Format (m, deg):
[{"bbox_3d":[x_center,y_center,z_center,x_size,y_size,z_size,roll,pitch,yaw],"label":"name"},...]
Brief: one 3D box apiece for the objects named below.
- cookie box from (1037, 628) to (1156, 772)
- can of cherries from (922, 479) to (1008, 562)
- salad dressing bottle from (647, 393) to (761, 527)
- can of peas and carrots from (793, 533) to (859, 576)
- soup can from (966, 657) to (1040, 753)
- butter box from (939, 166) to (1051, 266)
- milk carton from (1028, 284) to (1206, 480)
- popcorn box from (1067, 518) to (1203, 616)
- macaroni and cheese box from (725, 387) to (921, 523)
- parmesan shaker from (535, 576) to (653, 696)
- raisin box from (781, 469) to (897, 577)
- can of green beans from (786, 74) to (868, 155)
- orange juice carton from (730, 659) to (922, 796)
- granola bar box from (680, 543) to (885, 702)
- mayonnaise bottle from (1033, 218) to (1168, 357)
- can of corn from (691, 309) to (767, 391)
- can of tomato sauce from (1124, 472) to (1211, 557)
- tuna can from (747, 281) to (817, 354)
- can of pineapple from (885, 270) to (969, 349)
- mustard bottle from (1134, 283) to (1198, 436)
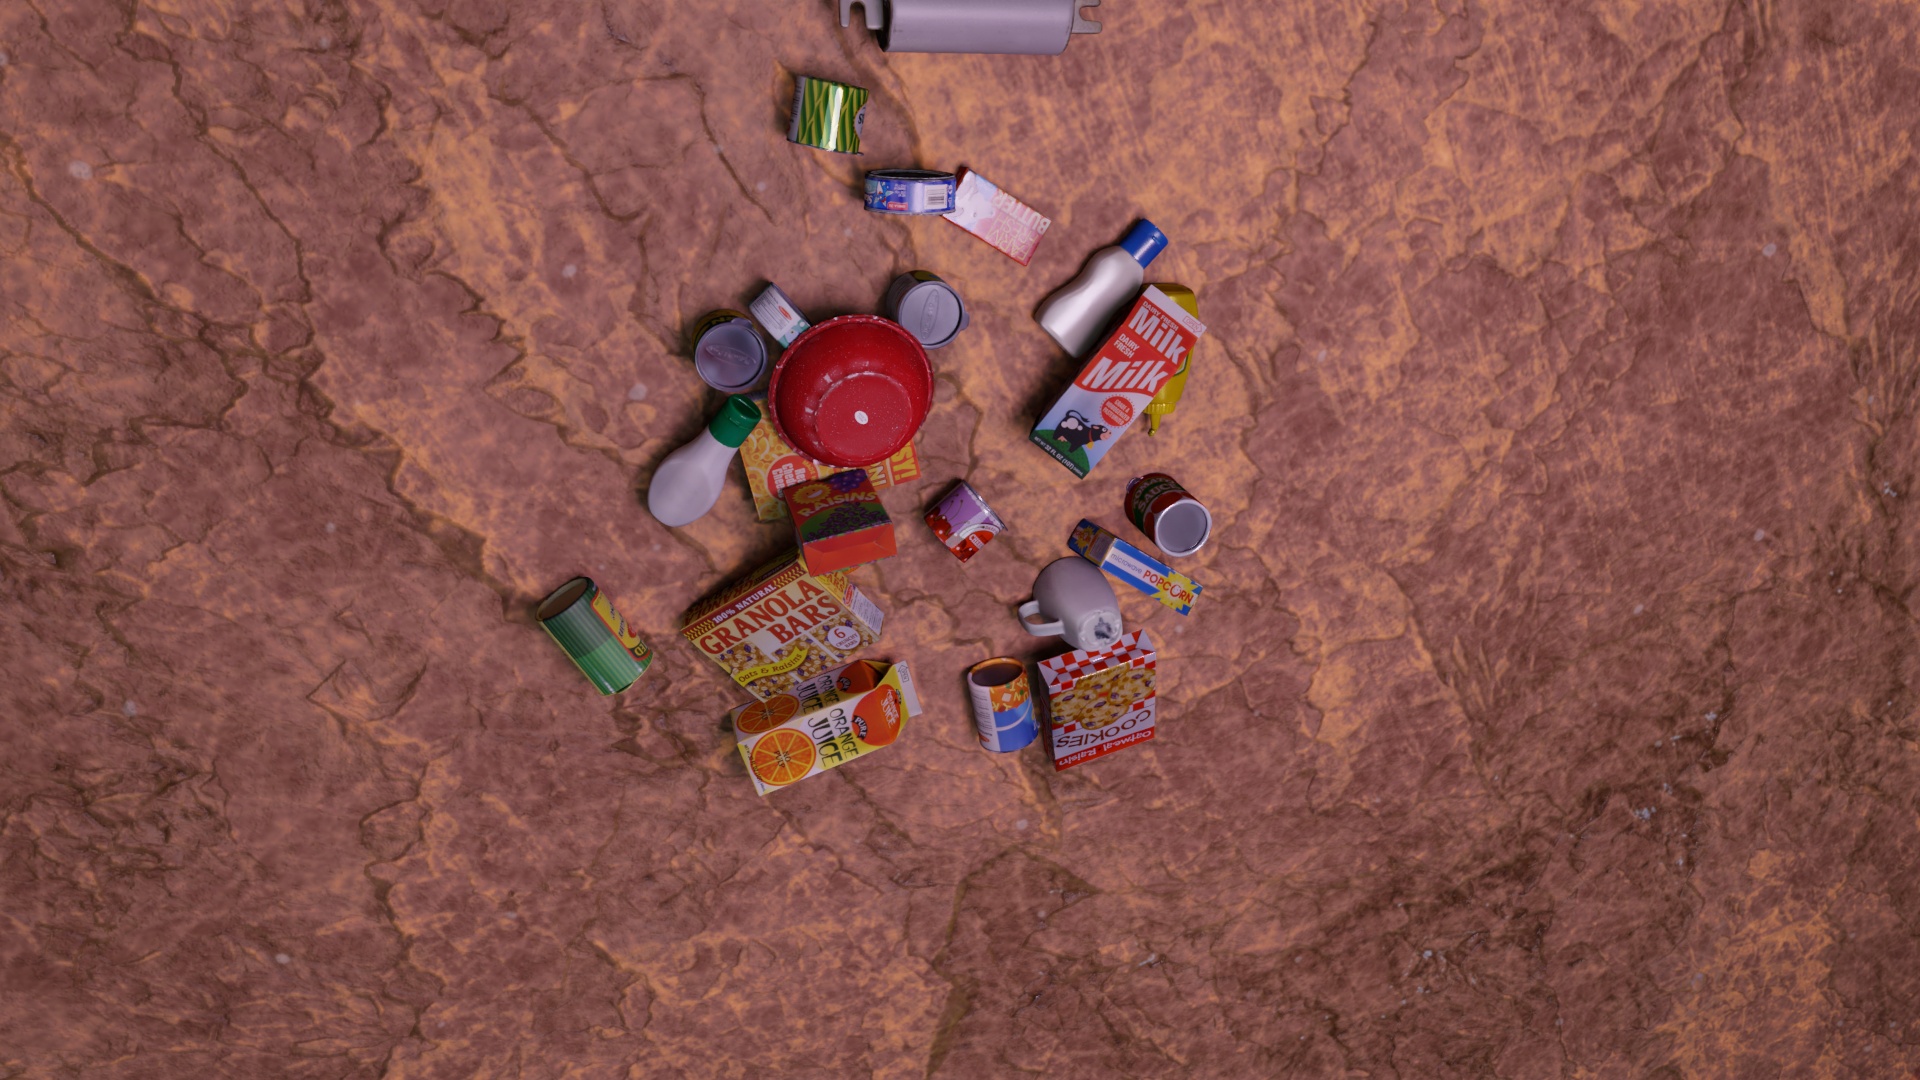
[{"bbox_3d":[0.151,0.178,1.531,0.123,0.040,0.166,-17,138,-8],"label":"cookie box"},{"bbox_3d":[0.005,-0.018,1.425,0.058,0.072,0.071,-41,116,3],"label":"can of cherries"},{"bbox_3d":[-0.242,-0.076,1.319,0.064,0.044,0.147,38,118,-9],"label":"salad dressing bottle"},{"bbox_3d":[-0.130,-0.002,1.394,0.071,0.071,0.058,-15,116,-10],"label":"can of peas and carrots"},{"bbox_3d":[0.048,0.178,1.521,0.071,0.071,0.083,-15,115,-10],"label":"soup can"},{"bbox_3d":[0.033,-0.312,1.340,0.103,0.024,0.053,26,101,-24],"label":"butter box"},{"bbox_3d":[0.155,-0.159,1.377,0.072,0.074,0.190,37,113,-5],"label":"milk carton"},{"bbox_3d":[0.186,0.028,1.487,0.126,0.085,0.038,29,93,-24],"label":"popcorn box"},{"bbox_3d":[-0.134,-0.100,1.369,0.167,0.040,0.123,-16,116,-9],"label":"macaroni and cheese box"},{"bbox_3d":[-0.359,0.095,1.364,0.071,0.071,0.102,-33,117,-1],"label":"parmesan shaker"},{"bbox_3d":[-0.116,-0.019,1.315,0.086,0.124,0.040,-15,119,-9],"label":"raisin box"},{"bbox_3d":[-0.119,-0.381,1.245,0.071,0.071,0.057,6,109,-18],"label":"can of green beans"},{"bbox_3d":[-0.138,0.189,1.466,0.193,0.073,0.071,-21,116,-8],"label":"orange juice carton"},{"bbox_3d":[-0.178,0.084,1.393,0.165,0.039,0.124,-30,120,27],"label":"granola bar box"},{"bbox_3d":[0.144,-0.255,1.387,0.148,0.041,0.064,-47,116,4],"label":"mayonnaise bottle"},{"bbox_3d":[-0.216,-0.181,1.301,0.071,0.058,0.071,-6,113,-14],"label":"can of corn"},{"bbox_3d":[0.220,-0.029,1.476,0.071,0.083,0.071,-6,113,-14],"label":"can of tomato sauce"},{"bbox_3d":[-0.166,-0.207,1.304,0.033,0.071,0.071,-42,116,5],"label":"tuna can"},{"bbox_3d":[-0.033,-0.222,1.339,0.071,0.058,0.070,-6,113,-14],"label":"can of pineapple"},{"bbox_3d":[0.207,-0.182,1.430,0.065,0.049,0.159,-3,112,-10],"label":"mustard bottle"}]
